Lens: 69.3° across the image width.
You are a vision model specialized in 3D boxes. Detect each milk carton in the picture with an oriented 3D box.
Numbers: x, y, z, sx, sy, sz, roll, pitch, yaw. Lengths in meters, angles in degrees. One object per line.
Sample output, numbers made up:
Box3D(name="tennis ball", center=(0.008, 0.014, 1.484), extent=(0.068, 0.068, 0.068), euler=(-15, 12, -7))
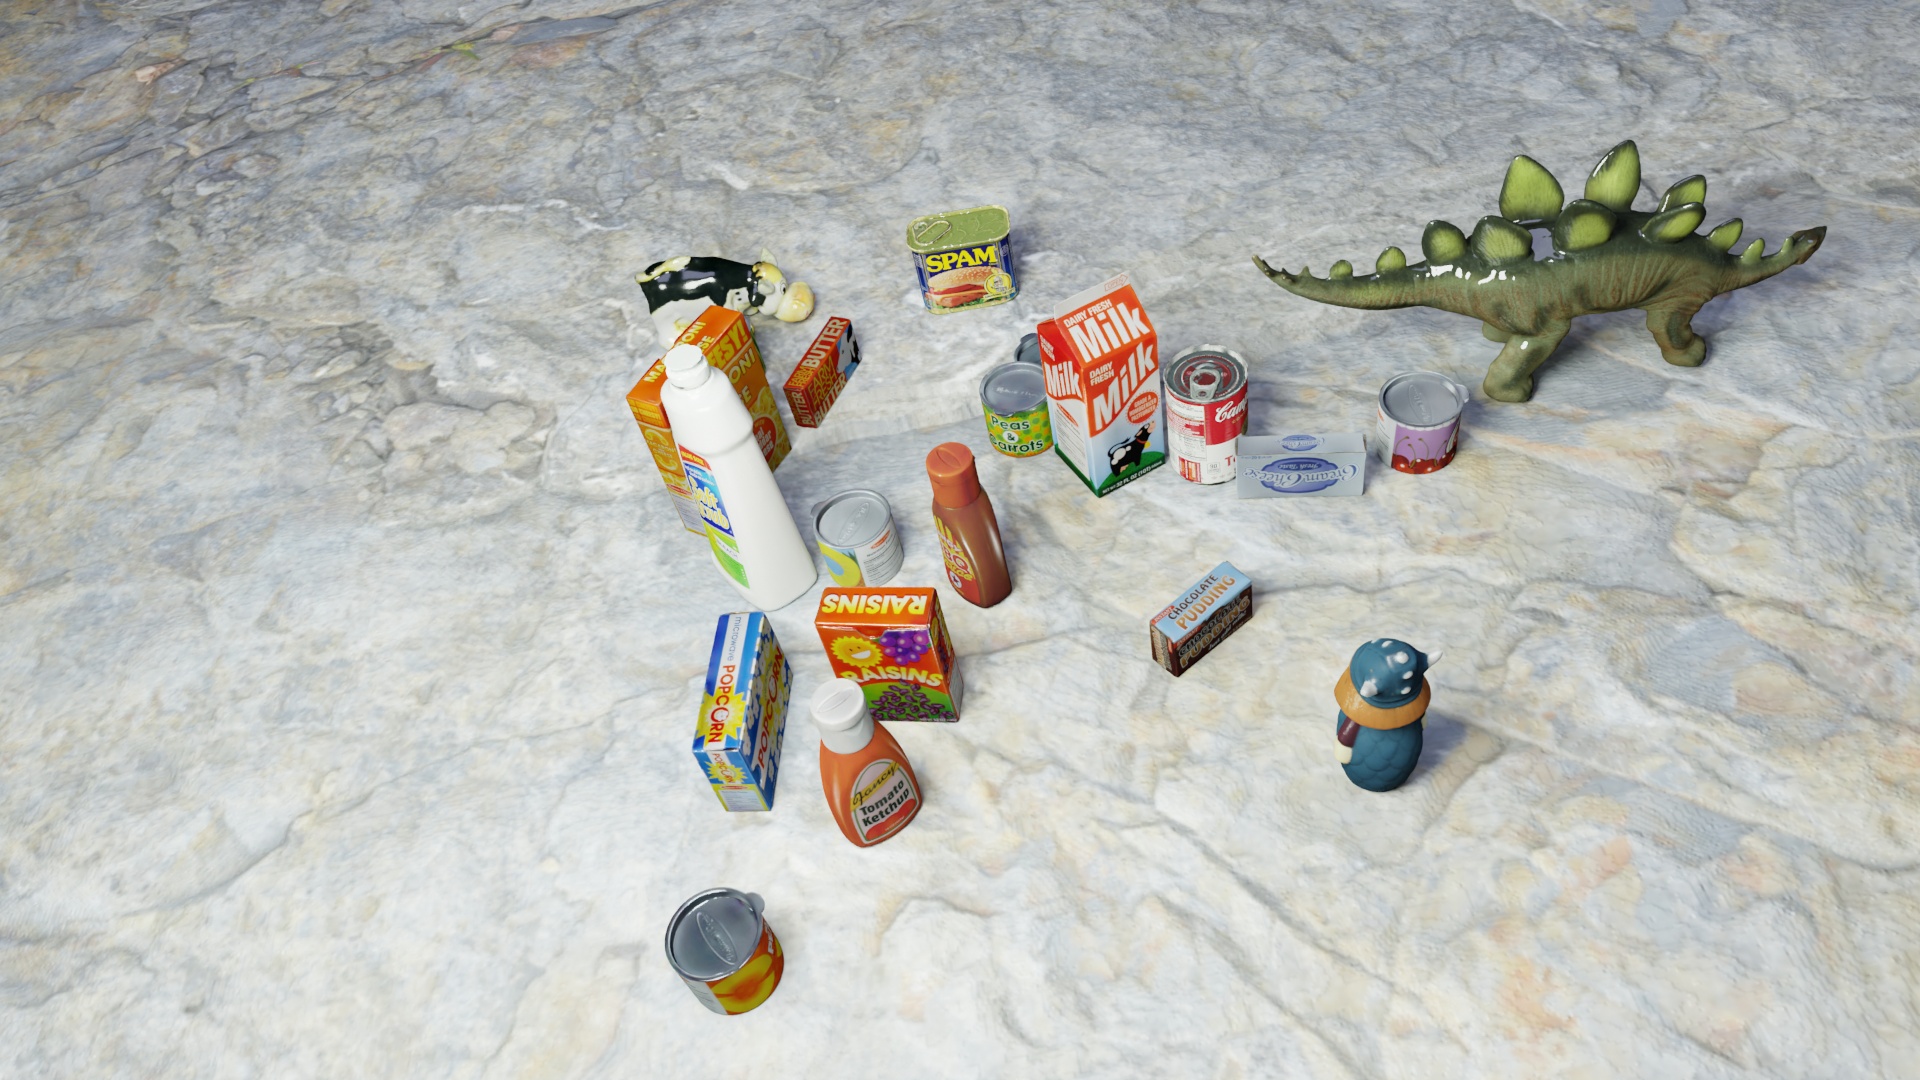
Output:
Box3D(name="milk carton", center=(0.116, -0.134, 1.145), extent=(0.072, 0.189, 0.074), euler=(-28, 49, -12))

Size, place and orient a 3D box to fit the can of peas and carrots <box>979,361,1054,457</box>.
Box3D(name="can of peas and carrots", center=(0.053, -0.114, 1.230), extent=(0.071, 0.058, 0.071), euler=(-6, 48, 7))

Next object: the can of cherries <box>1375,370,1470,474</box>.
Box3D(name="can of cherries", center=(0.380, -0.097, 1.144), extent=(0.071, 0.058, 0.072), euler=(-6, 48, 7))

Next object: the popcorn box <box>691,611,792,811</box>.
Box3D(name="popcorn box", center=(-0.161, 0.127, 1.042), extent=(0.038, 0.084, 0.127), euler=(-4, 48, 9))

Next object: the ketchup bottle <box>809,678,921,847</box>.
Box3D(name="ketchup bottle", center=(-0.070, 0.152, 0.958), extent=(0.065, 0.148, 0.043), euler=(-34, 51, -17))

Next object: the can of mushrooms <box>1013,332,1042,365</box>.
Box3D(name="can of mushrooms", center=(0.082, -0.162, 1.283), extent=(0.071, 0.033, 0.071), euler=(-6, 48, 7))

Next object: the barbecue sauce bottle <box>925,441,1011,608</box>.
Box3D(name="barbecue sauce bottle", center=(0.004, -0.014, 1.090), extent=(0.044, 0.147, 0.065), euler=(-33, 50, -17))

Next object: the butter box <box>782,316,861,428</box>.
Box3D(name="butter box", center=(-0.129, -0.159, 1.314), extent=(0.024, 0.053, 0.104), euler=(12, 52, 22))

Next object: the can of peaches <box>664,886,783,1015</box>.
Box3D(name="can of peaches", center=(-0.155, 0.273, 0.928), extent=(0.071, 0.057, 0.071), euler=(-6, 48, 7))

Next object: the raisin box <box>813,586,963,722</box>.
Box3D(name="raisin box", center=(-0.051, 0.086, 1.030), extent=(0.086, 0.122, 0.040), euler=(0, 49, 13))

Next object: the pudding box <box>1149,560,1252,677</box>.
Box3D(name="pudding box", center=(0.183, 0.059, 1.053), extent=(0.084, 0.049, 0.030), euler=(-35, 51, -19))

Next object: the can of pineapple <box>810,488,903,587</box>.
Box3D(name="can of pineapple", center=(-0.086, -0.001, 1.160), extent=(0.071, 0.057, 0.071), euler=(-6, 48, 7))

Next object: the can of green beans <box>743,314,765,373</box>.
Box3D(name="can of green beans", center=(-0.229, -0.180, 1.352), extent=(0.071, 0.057, 0.071), euler=(-6, 48, 7))

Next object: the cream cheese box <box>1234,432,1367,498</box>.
Box3D(name="cream cheese box", center=(0.278, -0.061, 1.137), extent=(0.104, 0.053, 0.024), euler=(-1, 49, 11))

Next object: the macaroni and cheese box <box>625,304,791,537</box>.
Box3D(name="macaroni and cheese box", center=(-0.215, -0.101, 1.204), extent=(0.040, 0.165, 0.124), euler=(17, 54, 25))
